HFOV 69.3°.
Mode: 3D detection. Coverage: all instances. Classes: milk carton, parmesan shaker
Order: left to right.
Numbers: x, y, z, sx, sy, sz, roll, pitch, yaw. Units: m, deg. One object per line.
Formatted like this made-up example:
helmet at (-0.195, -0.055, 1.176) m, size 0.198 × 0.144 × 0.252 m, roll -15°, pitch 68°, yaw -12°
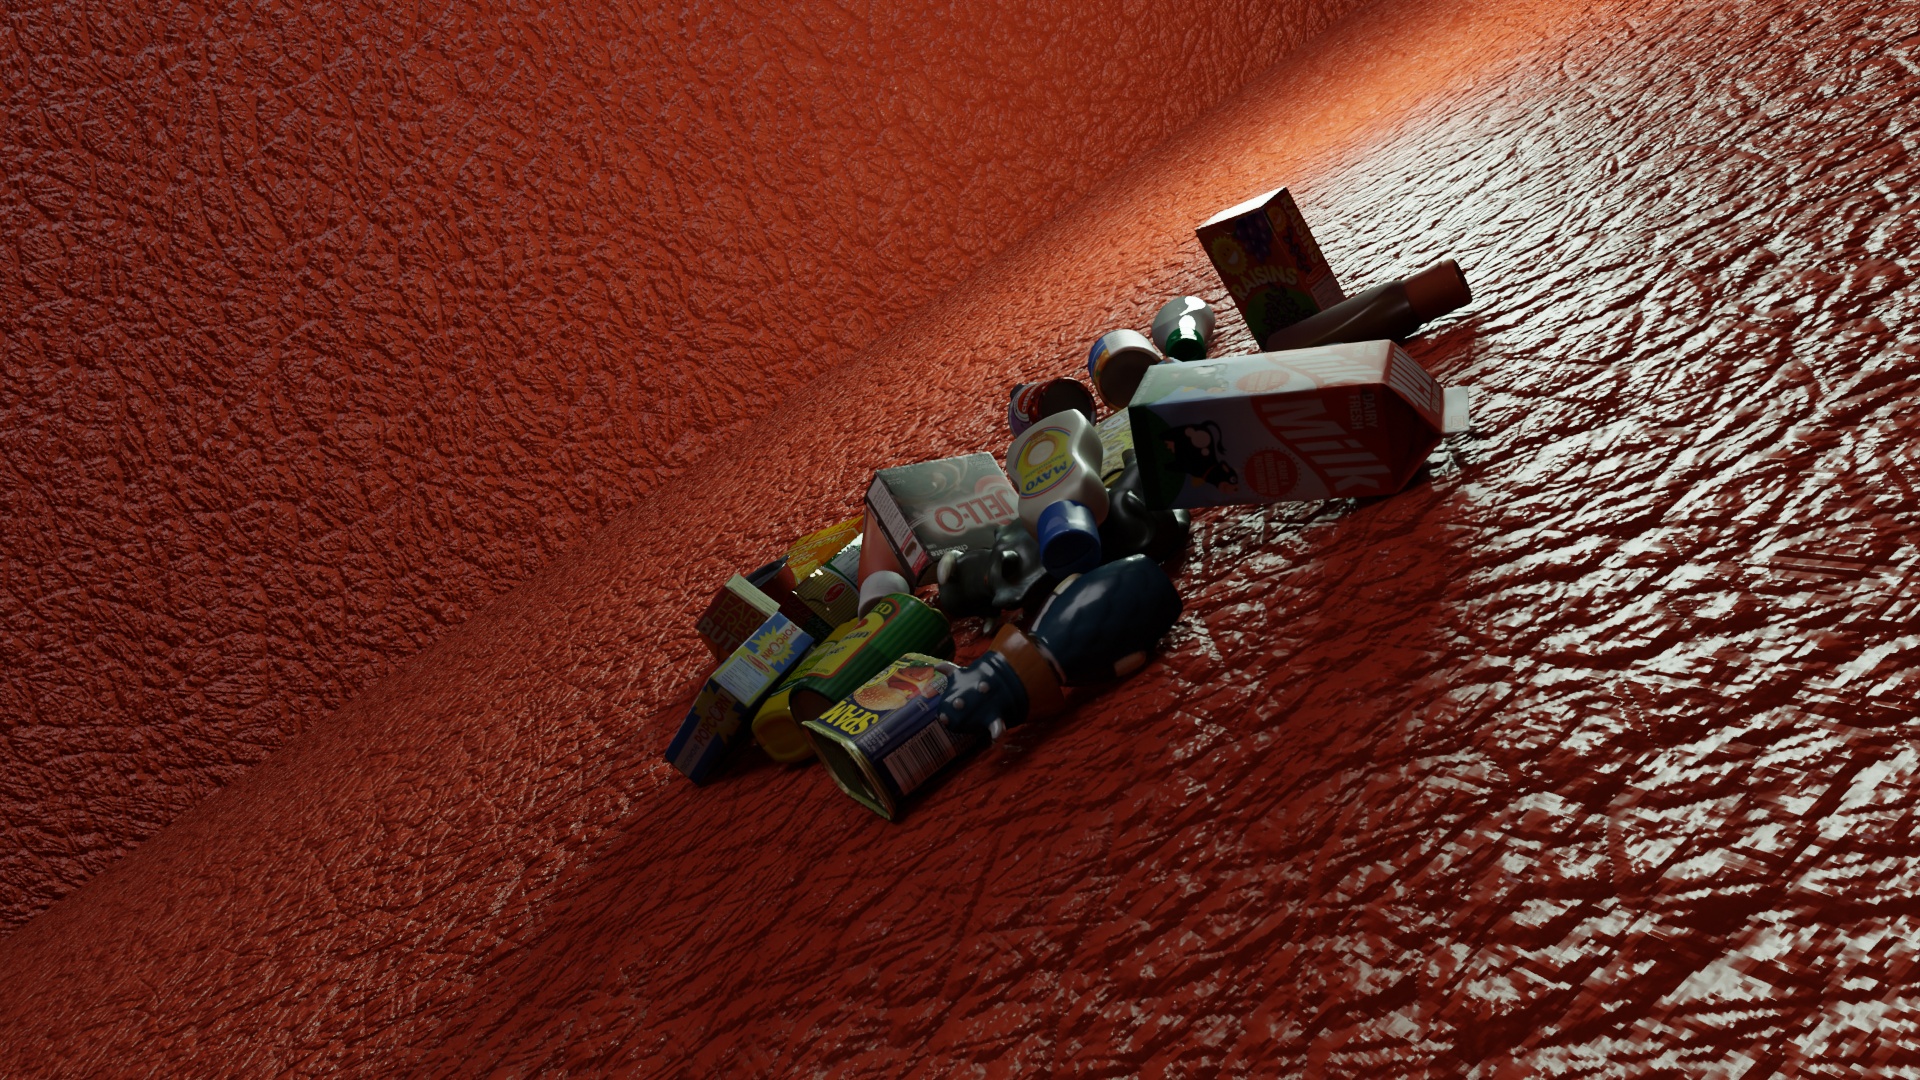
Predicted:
parmesan shaker at (-0.058, 0.090, 0.934) m, size 0.071 × 0.071 × 0.103 m, roll -16°, pitch 22°, yaw 49°
milk carton at (0.204, -0.070, 0.833) m, size 0.190 × 0.073 × 0.073 m, roll -4°, pitch 26°, yaw 21°

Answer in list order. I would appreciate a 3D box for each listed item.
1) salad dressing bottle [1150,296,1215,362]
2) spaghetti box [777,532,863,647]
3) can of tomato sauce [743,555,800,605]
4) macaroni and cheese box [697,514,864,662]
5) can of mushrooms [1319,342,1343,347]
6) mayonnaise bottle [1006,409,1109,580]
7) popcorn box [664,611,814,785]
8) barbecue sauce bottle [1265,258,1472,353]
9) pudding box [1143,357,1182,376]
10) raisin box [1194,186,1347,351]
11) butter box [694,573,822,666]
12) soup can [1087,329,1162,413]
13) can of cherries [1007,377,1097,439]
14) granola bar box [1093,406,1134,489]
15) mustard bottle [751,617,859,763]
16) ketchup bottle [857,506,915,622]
salad dressing bottle at (0.216, -0.197, 1.340) m, size 0.064 × 0.044 × 0.148 m, roll -26°, pitch 17°, yaw 18°
spaghetti box at (-0.069, 0.017, 1.165) m, size 0.028 × 0.050 × 0.251 m, roll -51°, pitch -4°, yaw 31°
can of tomato sauce at (-0.152, 0.066, 1.179) m, size 0.071 × 0.083 × 0.071 m, roll -31°, pitch 15°, yaw 9°
macaroni and cheese box at (-0.161, 0.046, 1.351) m, size 0.123 × 0.040 × 0.167 m, roll -17°, pitch 22°, yaw 47°
can of mushrooms at (0.254, -0.112, 1.002) m, size 0.071 × 0.033 × 0.071 m, roll -31°, pitch 15°, yaw 9°
mayonnaise bottle at (0.064, -0.029, 0.878) m, size 0.064 × 0.041 × 0.149 m, roll -30°, pitch 27°, yaw 15°
popcorn box at (-0.167, 0.119, 1.039) m, size 0.085 × 0.038 × 0.126 m, roll -47°, pitch -4°, yaw -44°
barbecue sauce bottle at (0.305, -0.163, 1.041) m, size 0.148 × 0.043 × 0.065 m, roll -24°, pitch 17°, yaw 30°
pudding box at (0.183, -0.121, 1.147) m, size 0.030 × 0.049 × 0.084 m, roll -34°, pitch 14°, yaw 3°
raisin box at (0.264, -0.227, 1.174) m, size 0.040 × 0.123 × 0.086 m, roll -40°, pitch 16°, yaw -26°
butter box at (-0.151, 0.076, 1.085) m, size 0.053 × 0.103 × 0.024 m, roll -52°, pitch 5°, yaw 27°
soup can at (0.154, -0.154, 1.291) m, size 0.071 × 0.071 × 0.084 m, roll -31°, pitch 15°, yaw 10°
can of cherries at (0.085, -0.120, 1.308) m, size 0.072 × 0.071 × 0.058 m, roll -39°, pitch 16°, yaw -21°
granola bar box at (0.113, -0.052, 1.091) m, size 0.124 × 0.039 × 0.166 m, roll -32°, pitch 14°, yaw 4°
mustard bottle at (-0.089, 0.097, 1.014) m, size 0.065 × 0.048 × 0.161 m, roll -27°, pitch 14°, yaw 36°
ketchup bottle at (-0.056, 0.022, 1.062) m, size 0.043 × 0.064 × 0.149 m, roll -8°, pitch 26°, yaw 3°
